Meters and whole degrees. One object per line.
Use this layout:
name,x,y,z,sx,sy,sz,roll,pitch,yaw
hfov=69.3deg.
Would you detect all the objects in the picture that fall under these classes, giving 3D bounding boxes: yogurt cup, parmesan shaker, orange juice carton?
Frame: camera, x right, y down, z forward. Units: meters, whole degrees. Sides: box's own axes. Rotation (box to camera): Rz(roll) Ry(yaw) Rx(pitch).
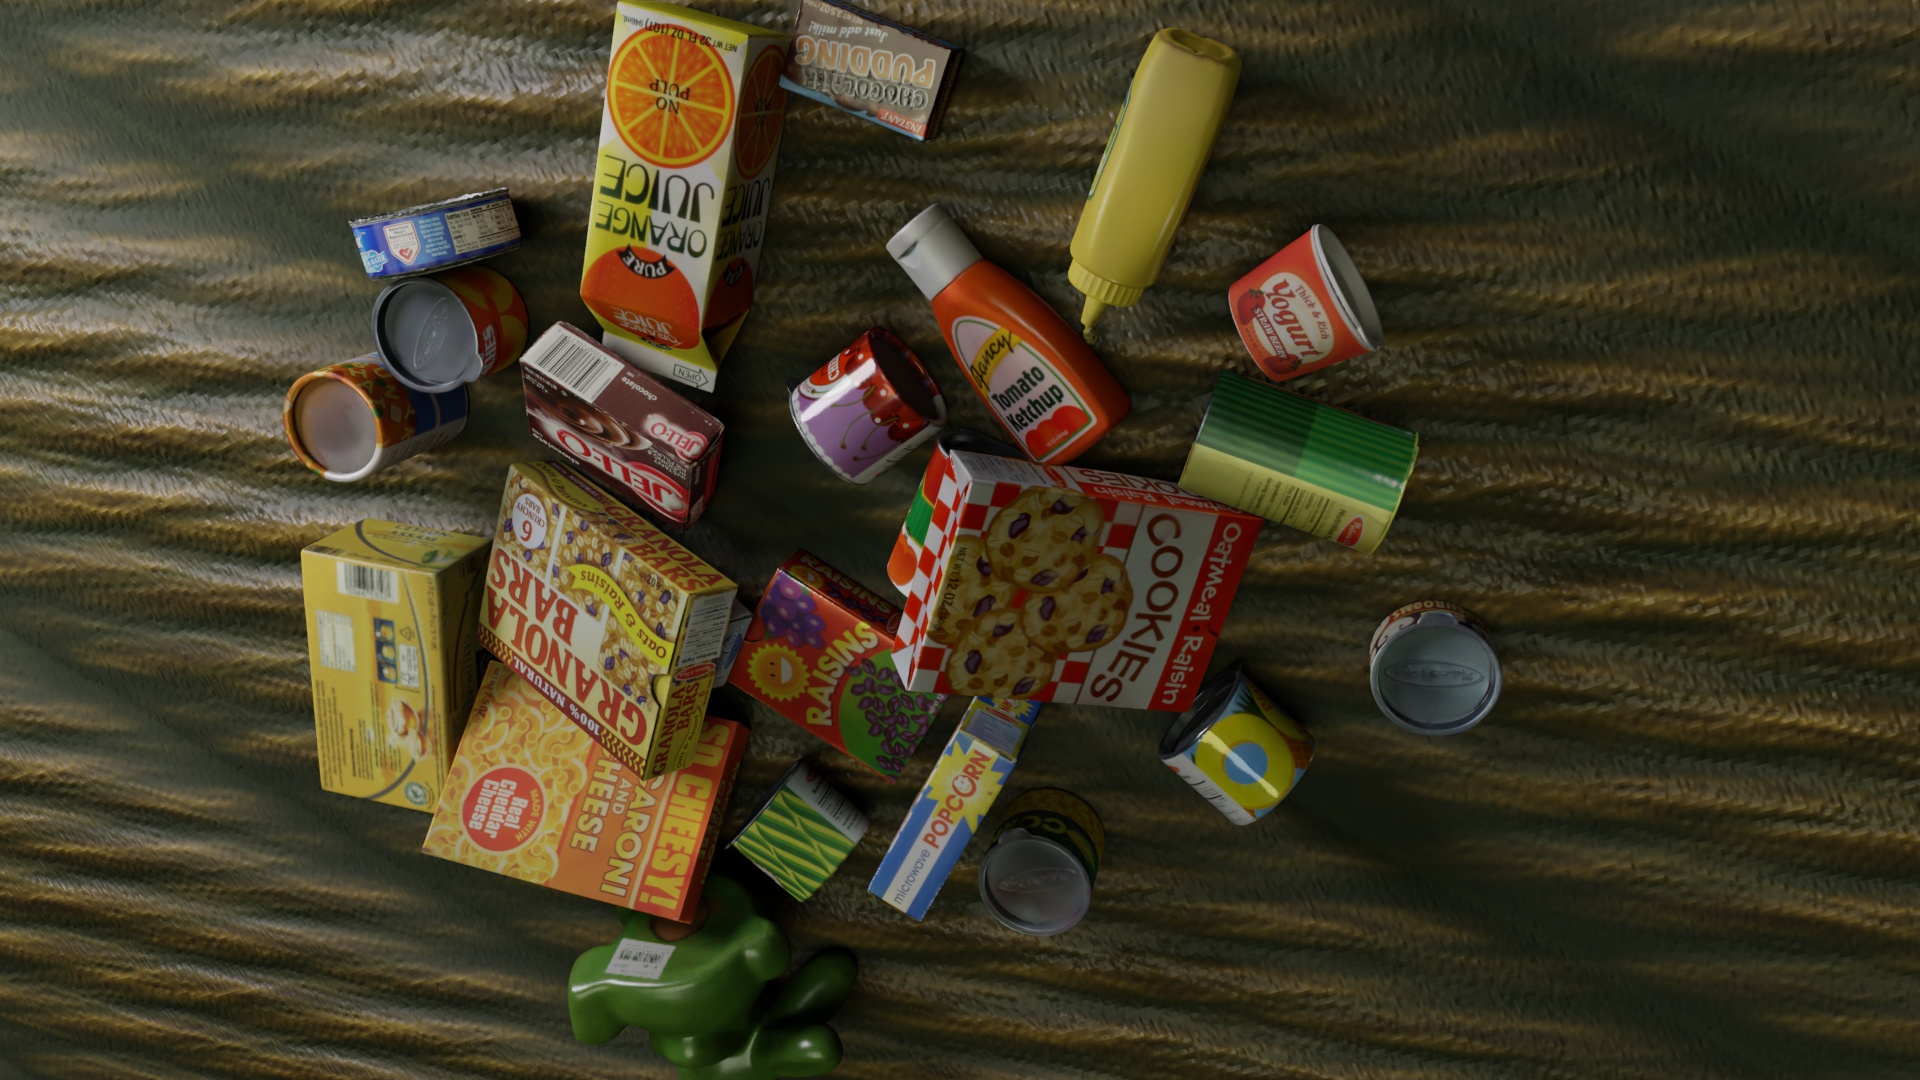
yogurt cup,0.169,-0.114,0.684,0.054,0.073,0.072,-26,101,29
parmesan shaker,0.171,-0.042,0.703,0.103,0.071,0.071,20,112,7
orange juice carton,-0.147,-0.178,0.736,0.072,0.073,0.191,17,112,8

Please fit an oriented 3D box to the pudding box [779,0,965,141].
pudding box,-0.046,-0.242,0.711,0.084,0.030,0.049,23,113,6

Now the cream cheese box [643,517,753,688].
cream cheese box,-0.170,0.037,0.821,0.104,0.024,0.053,38,117,26

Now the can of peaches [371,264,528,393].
can of peaches,-0.290,-0.121,0.799,0.071,0.058,0.071,4,109,12

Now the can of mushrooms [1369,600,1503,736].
can of mushrooms,0.252,0.065,0.739,0.071,0.033,0.070,5,110,13

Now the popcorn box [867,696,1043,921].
popcorn box,-0.002,0.146,0.802,0.038,0.085,0.126,30,113,4

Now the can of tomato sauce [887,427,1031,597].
can of tomato sauce,0.003,-0.010,0.760,0.071,0.071,0.082,25,113,5

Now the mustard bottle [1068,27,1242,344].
mustard bottle,0.088,-0.168,0.687,0.049,0.065,0.159,23,119,3

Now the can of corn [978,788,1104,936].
can of corn,0.048,0.186,0.818,0.071,0.058,0.071,5,110,13

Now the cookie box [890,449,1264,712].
cookie box,0.061,0.026,0.729,0.168,0.040,0.122,7,114,-21

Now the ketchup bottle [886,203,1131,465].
ketchup bottle,0.022,-0.108,0.731,0.148,0.044,0.064,50,134,-5

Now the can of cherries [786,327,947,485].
can of cherries,-0.051,-0.074,0.749,0.058,0.072,0.071,-34,98,22

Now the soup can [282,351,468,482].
soup can,-0.342,-0.079,0.813,0.071,0.084,0.071,5,109,13

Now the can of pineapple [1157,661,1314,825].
can of pineapple,0.153,0.112,0.763,0.058,0.071,0.070,42,113,-3

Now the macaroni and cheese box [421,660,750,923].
macaroni and cheese box,-0.227,0.153,0.854,0.166,0.040,0.124,12,74,9

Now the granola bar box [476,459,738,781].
granola bar box,-0.211,0.043,0.811,0.166,0.039,0.123,31,115,29

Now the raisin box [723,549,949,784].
raisin box,-0.068,0.074,0.820,0.123,0.040,0.085,32,114,3

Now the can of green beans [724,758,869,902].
can of green beans,-0.098,0.177,0.848,0.058,0.071,0.071,41,113,-3
